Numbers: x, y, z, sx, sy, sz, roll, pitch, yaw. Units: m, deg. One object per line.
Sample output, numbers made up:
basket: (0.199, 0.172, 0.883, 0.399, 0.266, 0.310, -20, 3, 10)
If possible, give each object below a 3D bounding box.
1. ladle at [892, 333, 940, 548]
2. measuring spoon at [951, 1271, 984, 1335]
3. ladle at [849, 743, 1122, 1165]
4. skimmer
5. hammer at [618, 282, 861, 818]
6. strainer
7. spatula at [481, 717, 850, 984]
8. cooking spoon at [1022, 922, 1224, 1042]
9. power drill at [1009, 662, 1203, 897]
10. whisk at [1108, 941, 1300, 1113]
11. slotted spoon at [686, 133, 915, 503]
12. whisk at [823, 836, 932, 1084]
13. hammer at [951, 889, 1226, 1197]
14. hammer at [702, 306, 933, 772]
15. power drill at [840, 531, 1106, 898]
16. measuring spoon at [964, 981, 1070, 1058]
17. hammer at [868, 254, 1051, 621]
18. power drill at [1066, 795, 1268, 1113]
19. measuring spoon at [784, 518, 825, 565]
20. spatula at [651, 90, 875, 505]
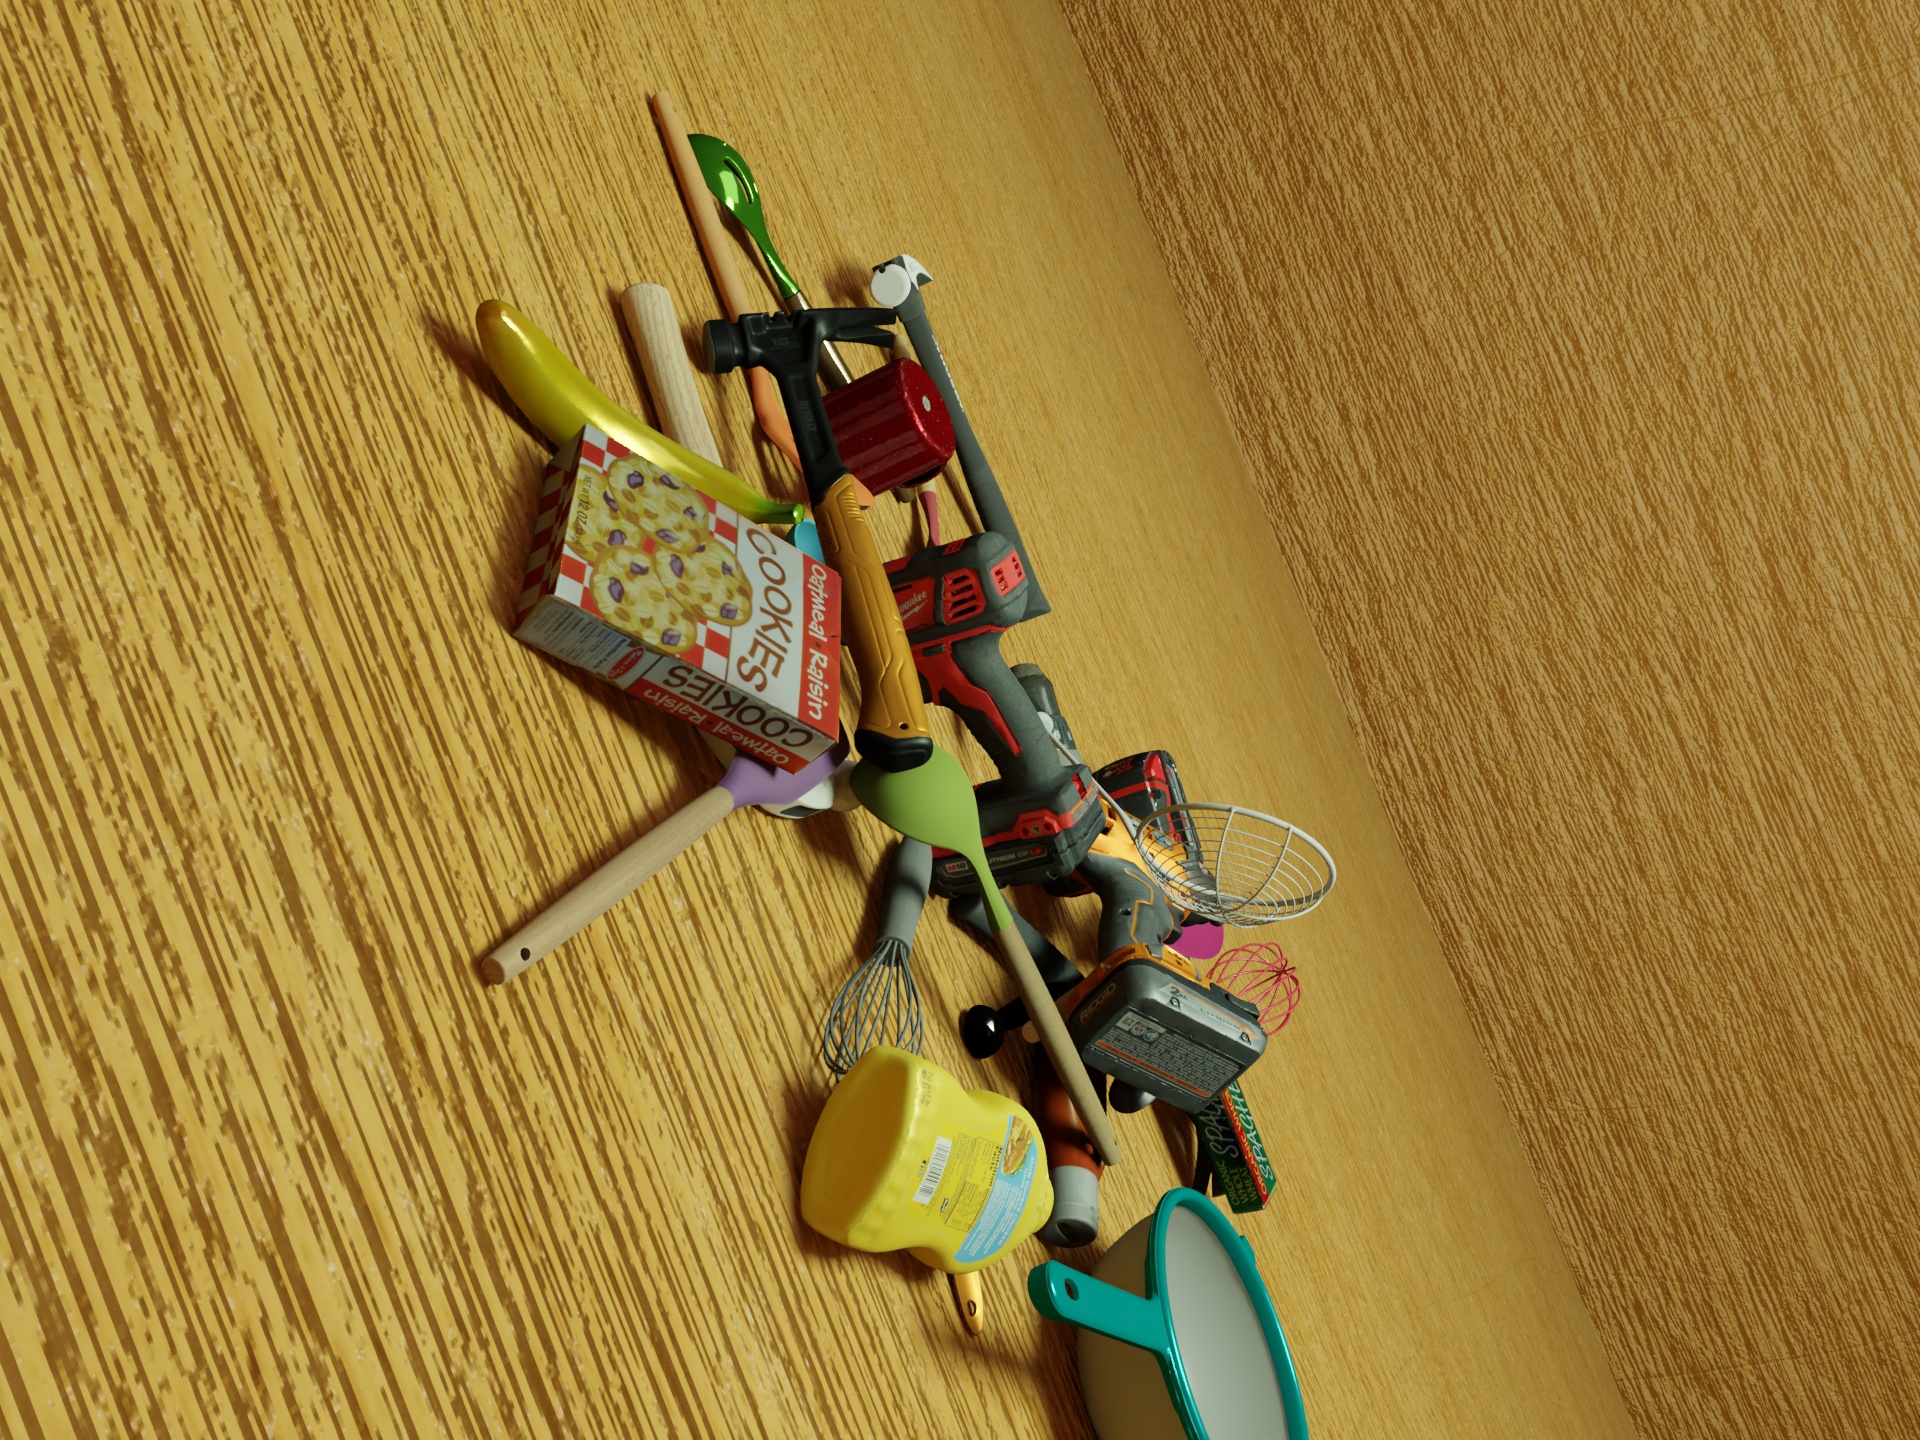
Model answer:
ladle: (-0.030, -0.203, 1.292, 0.069, 0.031, 0.316, 71, 7, -57)
measuring spoon: (-0.007, 0.286, 0.894, 0.021, 0.011, 0.117, 1, 71, -53)
ladle: (0.024, 0.149, 0.966, 0.078, 0.062, 0.320, -83, 150, -67)
skimmer: (0.111, 0.019, 1.111, 0.364, 0.090, 0.127, 48, -5, 43)
hammer: (-0.140, -0.102, 0.922, 0.130, 0.031, 0.331, 5, 64, -67)
strainer: (0.099, 0.379, 0.942, 0.340, 0.095, 0.211, 41, 31, -46)
spatula: (-0.129, 0.046, 0.770, 0.059, 0.018, 0.316, 67, 28, -11)
cooking spoon: (0.124, 0.176, 1.161, 0.069, 0.017, 0.319, 58, 31, 9)
power drill: (0.108, 0.055, 1.310, 0.226, 0.080, 0.188, 15, 55, -60)
whisk: (0.183, 0.228, 1.181, 0.296, 0.073, 0.073, -18, 86, -56)
slotted spoon: (-0.112, -0.296, 1.188, 0.313, 0.031, 0.070, 59, 20, -25)
whisk: (-0.040, 0.130, 0.918, 0.055, 0.055, 0.239, 59, 18, -21)
hammer: (0.107, 0.229, 1.189, 0.408, 0.036, 0.149, 47, 30, -42)
hammer: (-0.065, -0.119, 0.959, 0.034, 0.127, 0.337, 105, -27, -57)
power drill: (-0.002, -0.003, 1.024, 0.078, 0.143, 0.219, -46, 118, -59)
measuring spoon: (0.044, 0.193, 1.051, 0.124, 0.018, 0.034, -12, 90, -54)
hammer: (0.006, -0.237, 1.366, 0.146, 0.035, 0.334, -78, 146, -69)
power drill: (0.139, 0.156, 1.104, 0.164, 0.084, 0.227, 29, 28, -22)
measuring spoon: (-0.104, -0.072, 1.007, 0.042, 0.021, 0.129, 40, 43, -42)
spatula: (-0.143, -0.286, 1.081, 0.081, 0.041, 0.323, -6, 74, -67)
